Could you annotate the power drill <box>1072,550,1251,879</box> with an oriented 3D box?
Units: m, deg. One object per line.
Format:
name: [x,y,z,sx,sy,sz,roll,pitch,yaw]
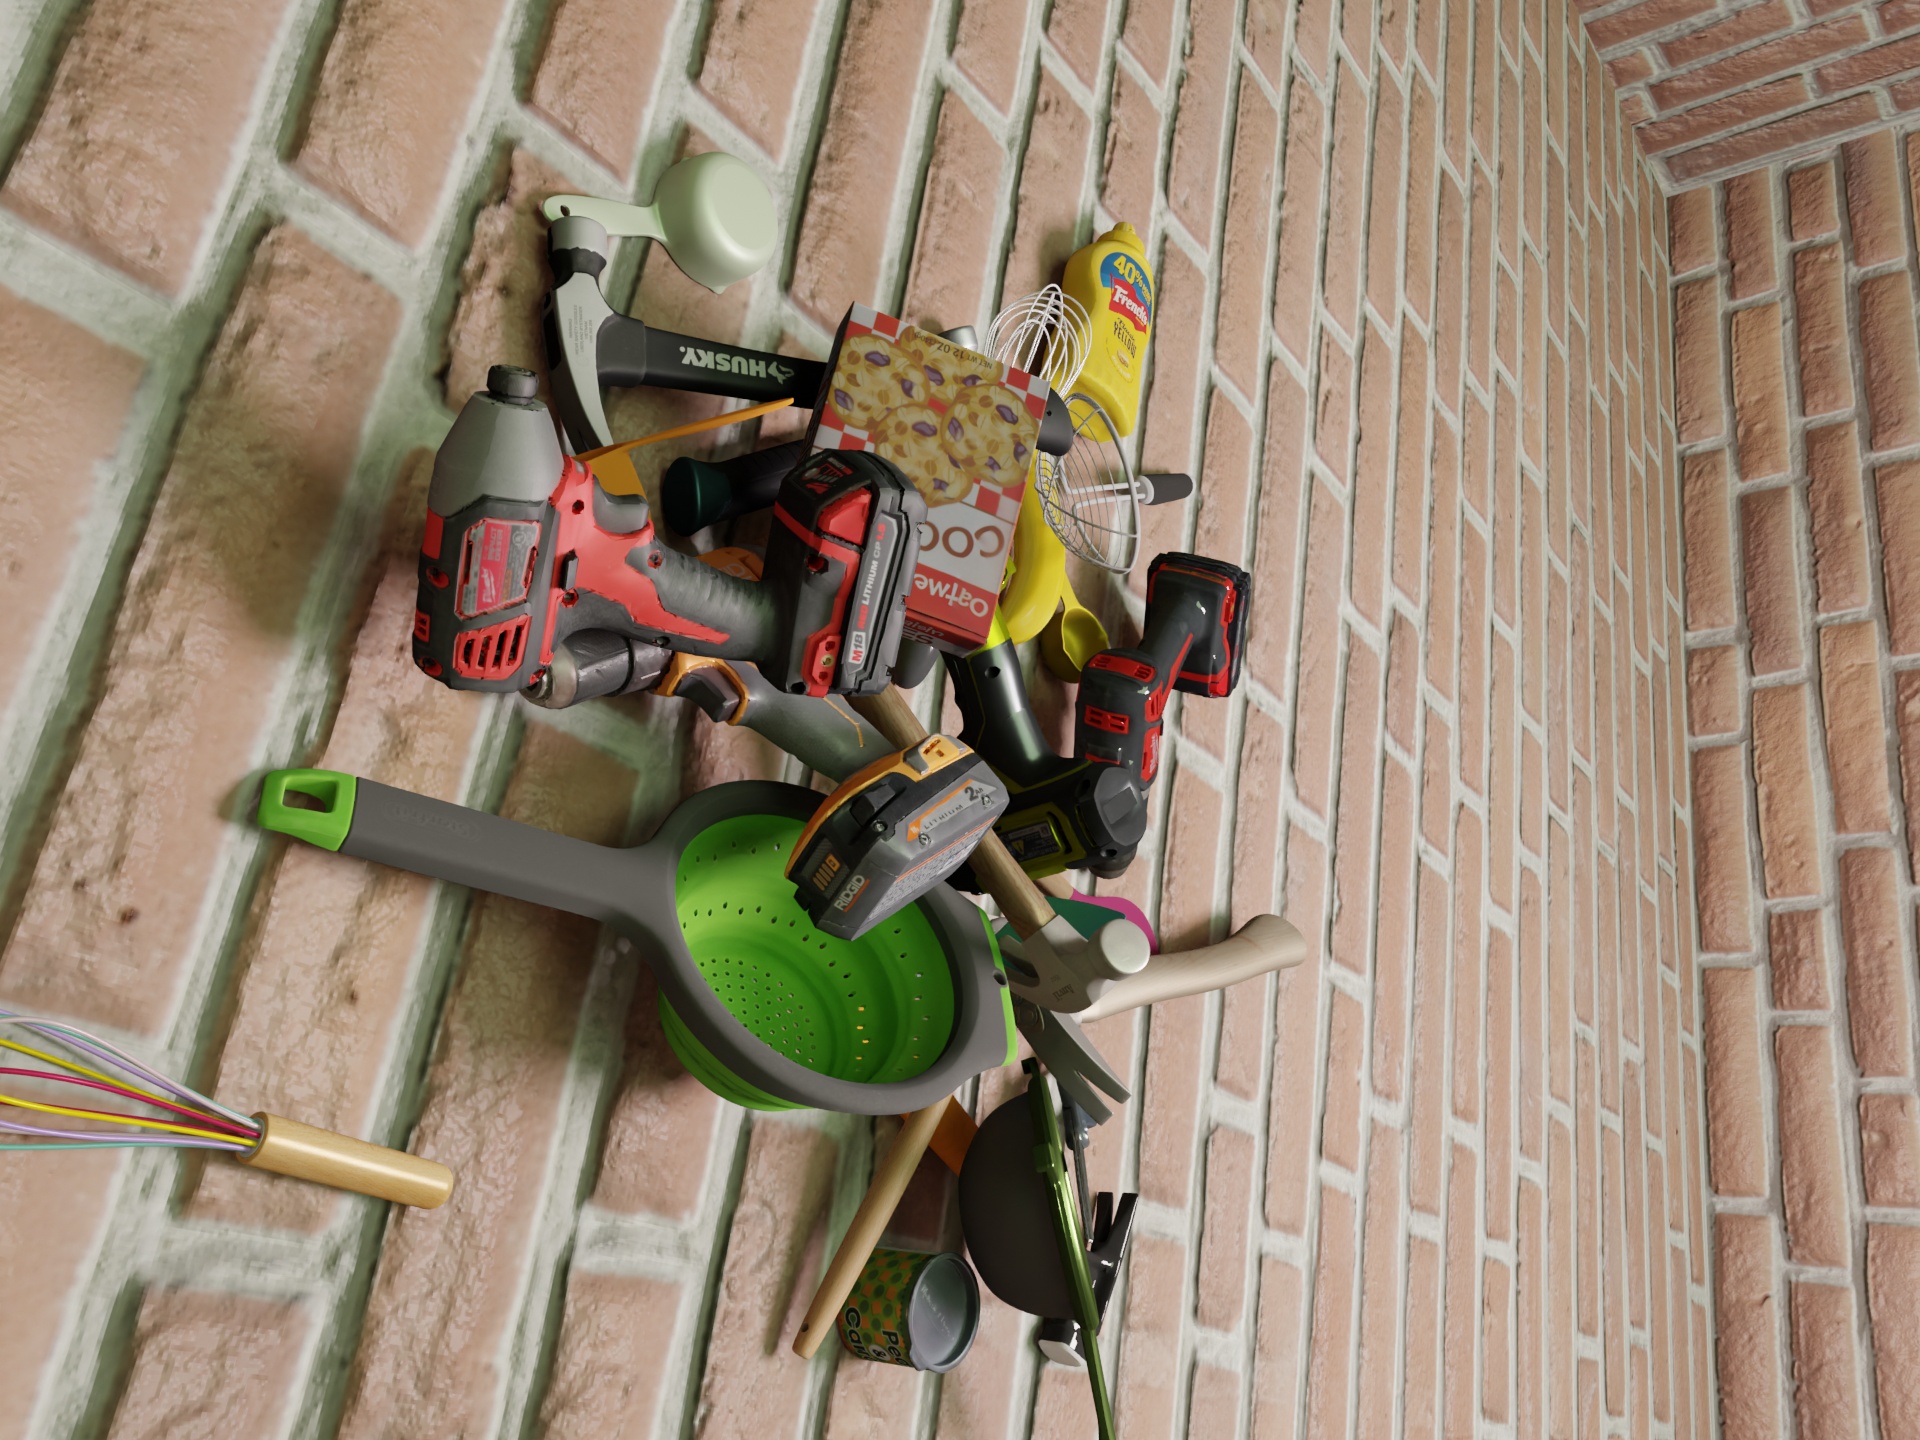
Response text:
power drill: [0.145,-0.006,1.204,0.227,0.080,0.187,-52,150,-47]

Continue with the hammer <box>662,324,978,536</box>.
hammer: [-0.070,-0.172,1.021,0.331,0.033,0.128,-28,104,-51]

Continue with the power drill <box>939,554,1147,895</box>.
power drill: [-0.002,-0.003,0.977,0.080,0.171,0.223,-30,98,-49]

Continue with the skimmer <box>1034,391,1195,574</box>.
skimmer: [0.145,-0.181,1.206,0.363,0.090,0.127,-21,94,-64]

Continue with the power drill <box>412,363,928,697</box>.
power drill: [-0.134,-0.082,0.736,0.219,0.079,0.143,2,112,-28]

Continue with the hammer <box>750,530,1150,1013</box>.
hammer: [-0.022,0.028,0.923,0.031,0.130,0.331,-31,80,-32]

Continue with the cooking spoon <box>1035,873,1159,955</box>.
cooking spoon: [0.061,0.111,1.142,0.318,0.017,0.069,46,57,-37]

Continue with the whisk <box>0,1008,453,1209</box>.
whisk: [-0.302,0.165,0.637,0.244,0.047,0.051,38,53,-46]

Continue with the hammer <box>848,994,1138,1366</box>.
hammer: [0.013,0.278,1.029,0.336,0.034,0.127,54,45,-31]

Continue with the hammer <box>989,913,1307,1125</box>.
hammer: [0.166,0.194,1.171,0.410,0.038,0.146,2,43,-54]

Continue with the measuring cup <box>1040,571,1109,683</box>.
measuring cup: [0.065,-0.100,1.196,0.062,0.029,0.156,-20,87,-51]

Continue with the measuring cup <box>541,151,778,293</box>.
measuring cup: [-0.167,-0.292,0.913,0.167,0.038,0.083,-20,98,-55]

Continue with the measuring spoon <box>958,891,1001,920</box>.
measuring spoon: [0.030,0.143,1.093,0.124,0.018,0.034,28,61,-47]

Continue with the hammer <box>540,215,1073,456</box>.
hammer: [-0.075,-0.188,0.925,0.334,0.035,0.146,3,76,-32]

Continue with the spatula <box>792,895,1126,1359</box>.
spatula: [-0.008,0.230,0.944,0.044,0.082,0.318,46,64,-35]

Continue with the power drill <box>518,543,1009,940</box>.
power drill: [-0.106,0.006,0.826,0.226,0.084,0.185,44,35,13]

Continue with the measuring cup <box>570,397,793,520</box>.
measuring cup: [-0.158,-0.112,0.790,0.095,0.173,0.052,-102,174,-73]

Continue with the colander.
colander: [-0.159,0.113,0.801,0.396,0.094,0.205,20,37,-30]

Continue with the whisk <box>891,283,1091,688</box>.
whisk: [0.013,-0.154,1.046,0.070,0.070,0.284,24,87,-48]

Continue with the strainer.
strainer: [0.045,0.345,0.966,0.151,0.069,0.256,-94,173,-81]
